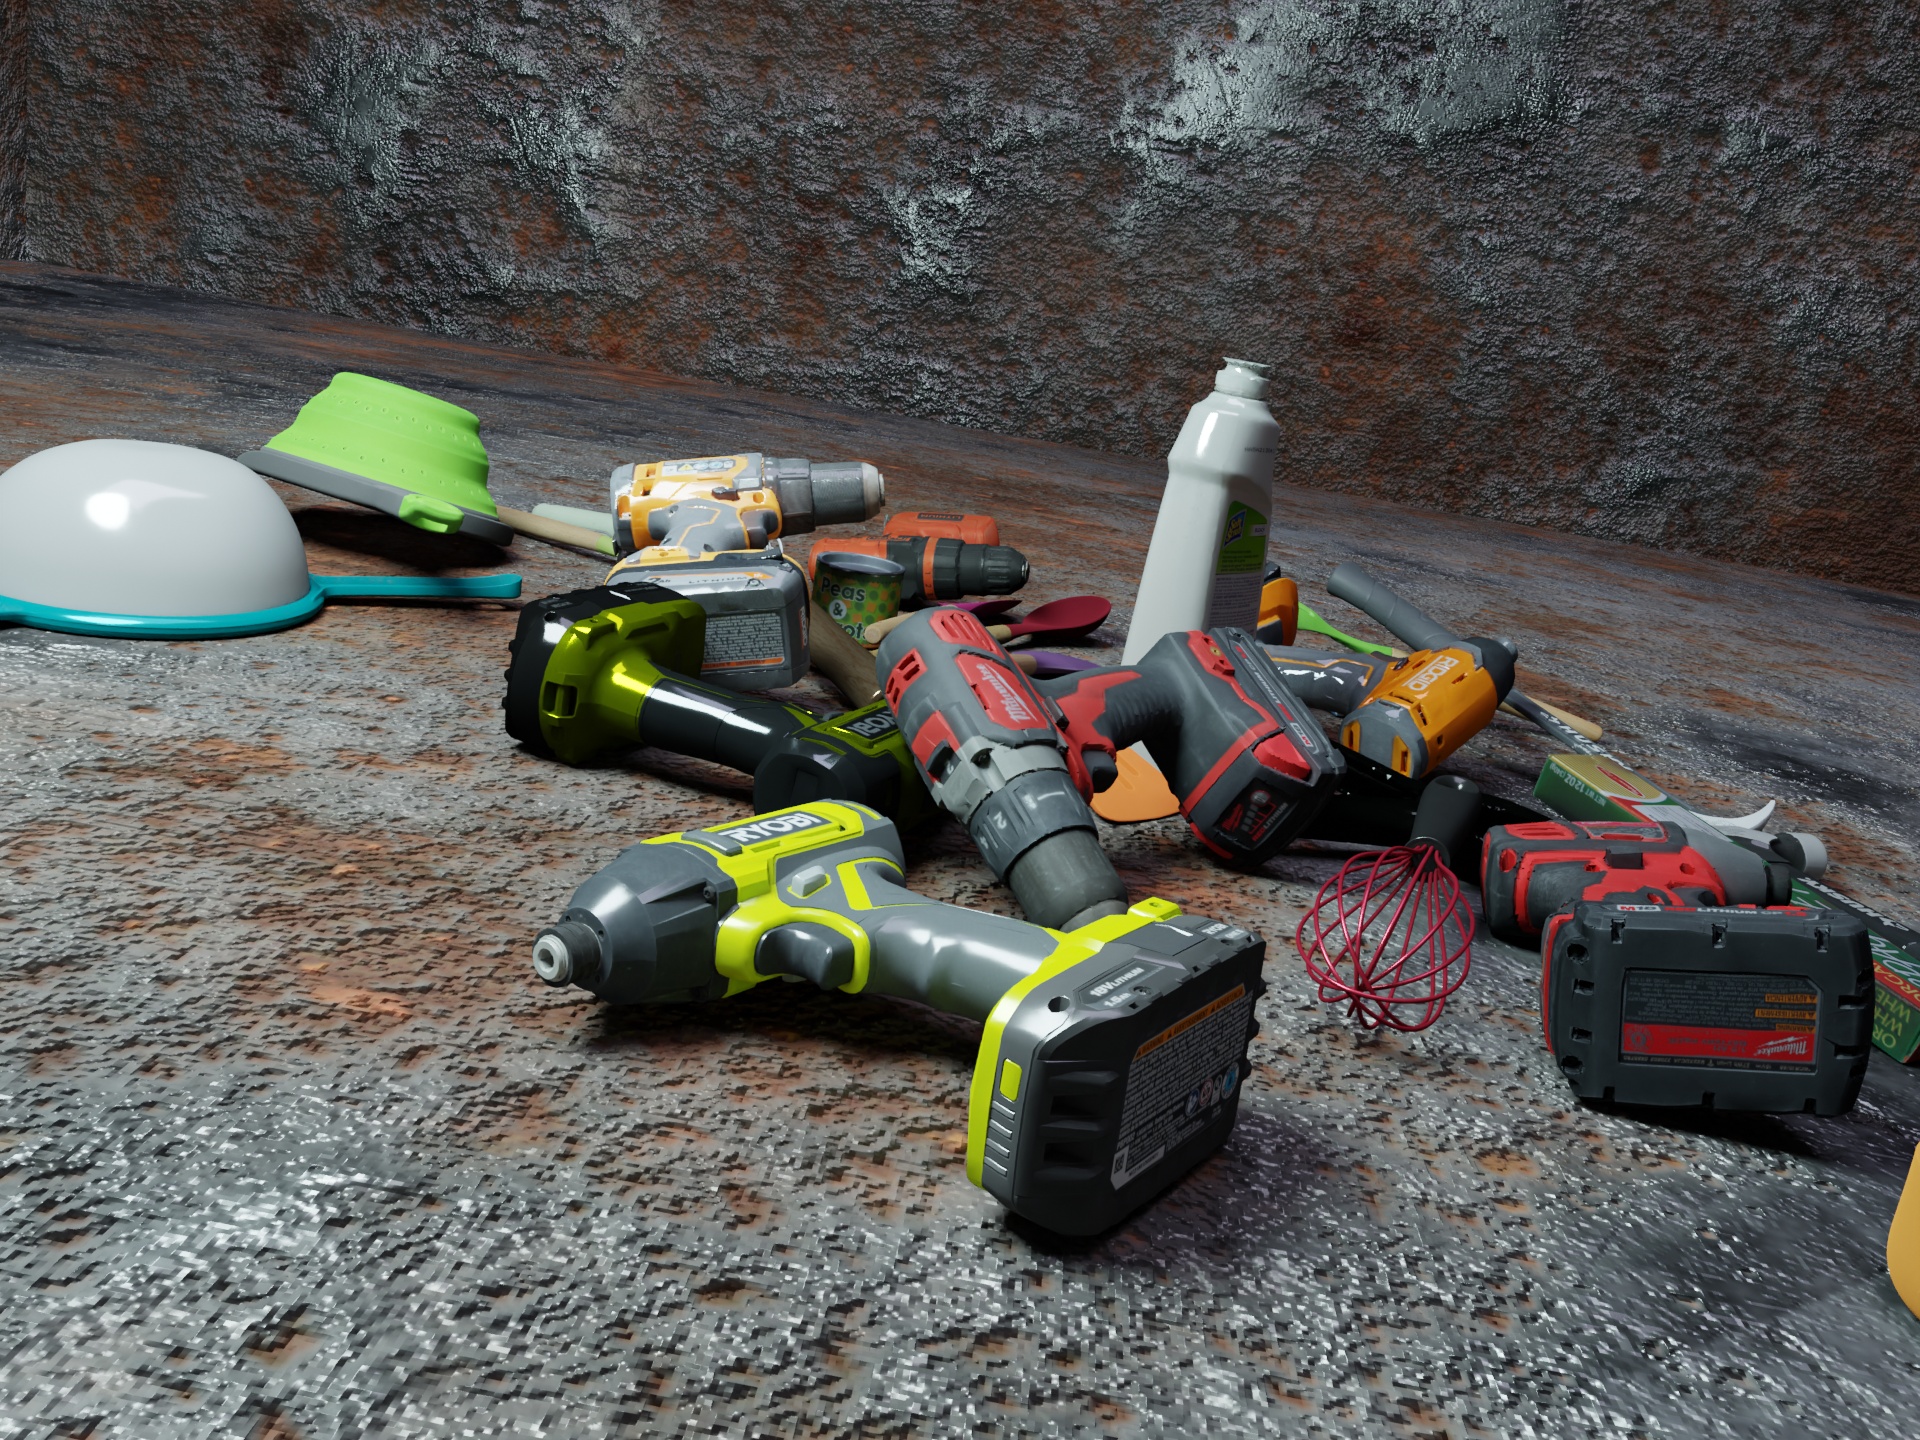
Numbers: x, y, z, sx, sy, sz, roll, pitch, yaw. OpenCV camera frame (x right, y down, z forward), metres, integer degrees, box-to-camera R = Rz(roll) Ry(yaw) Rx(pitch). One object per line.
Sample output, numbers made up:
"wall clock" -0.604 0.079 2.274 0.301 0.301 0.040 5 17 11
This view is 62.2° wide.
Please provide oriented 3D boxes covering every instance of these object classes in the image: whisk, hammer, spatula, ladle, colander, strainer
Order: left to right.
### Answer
"strainer" -0.445 -0.123 1.004 0.340 0.095 0.211 -1 19 -31
"colander" -0.397 -0.192 1.145 0.204 0.094 0.397 16 2 -29
"ladle" -0.311 -0.160 1.294 0.320 0.062 0.078 17 36 34
"whisk" -0.257 -0.152 1.327 0.246 0.059 0.057 12 -21 22
"hammer" -0.134 -0.088 1.083 0.130 0.031 0.332 -26 42 -22
"spatula" -0.002 -0.003 0.994 0.323 0.041 0.081 18 17 41
"ladle" 0.020 -0.063 1.207 0.069 0.031 0.315 5 12 35
"spatula" 0.036 -0.038 1.083 0.060 0.018 0.316 14 8 17
"whisk" 0.217 0.072 0.753 0.073 0.073 0.296 16 19 20
"hammer" 0.398 -0.021 1.146 0.149 0.036 0.409 4 27 -29
"hammer" 0.502 0.127 0.815 0.146 0.035 0.335 4 17 -22

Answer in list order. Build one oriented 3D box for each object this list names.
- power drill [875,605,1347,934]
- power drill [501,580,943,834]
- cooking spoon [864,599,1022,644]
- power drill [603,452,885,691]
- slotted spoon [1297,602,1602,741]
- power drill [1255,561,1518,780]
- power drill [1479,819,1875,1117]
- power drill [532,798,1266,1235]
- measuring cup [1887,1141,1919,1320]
"power drill" 0.082 0.029 0.768 0.226 0.080 0.188 0 47 -40
"power drill" -0.102 -0.003 0.832 0.228 0.080 0.190 19 19 21
"cooking spoon" -0.015 -0.079 1.214 0.069 0.017 0.319 -1 7 17
"power drill" -0.136 -0.107 1.020 0.185 0.084 0.226 -5 33 -4
"slotted spoon" 0.360 -0.042 1.253 0.313 0.031 0.070 20 12 -4
"power drill" 0.263 -0.040 1.104 0.164 0.084 0.227 -31 39 -33
"power drill" 0.318 0.095 0.713 0.143 0.078 0.220 1 11 12
"power drill" -0.023 0.090 0.558 0.223 0.080 0.171 15 15 33
"measuring cup" 0.367 0.192 0.477 0.095 0.052 0.174 1 20 -29
